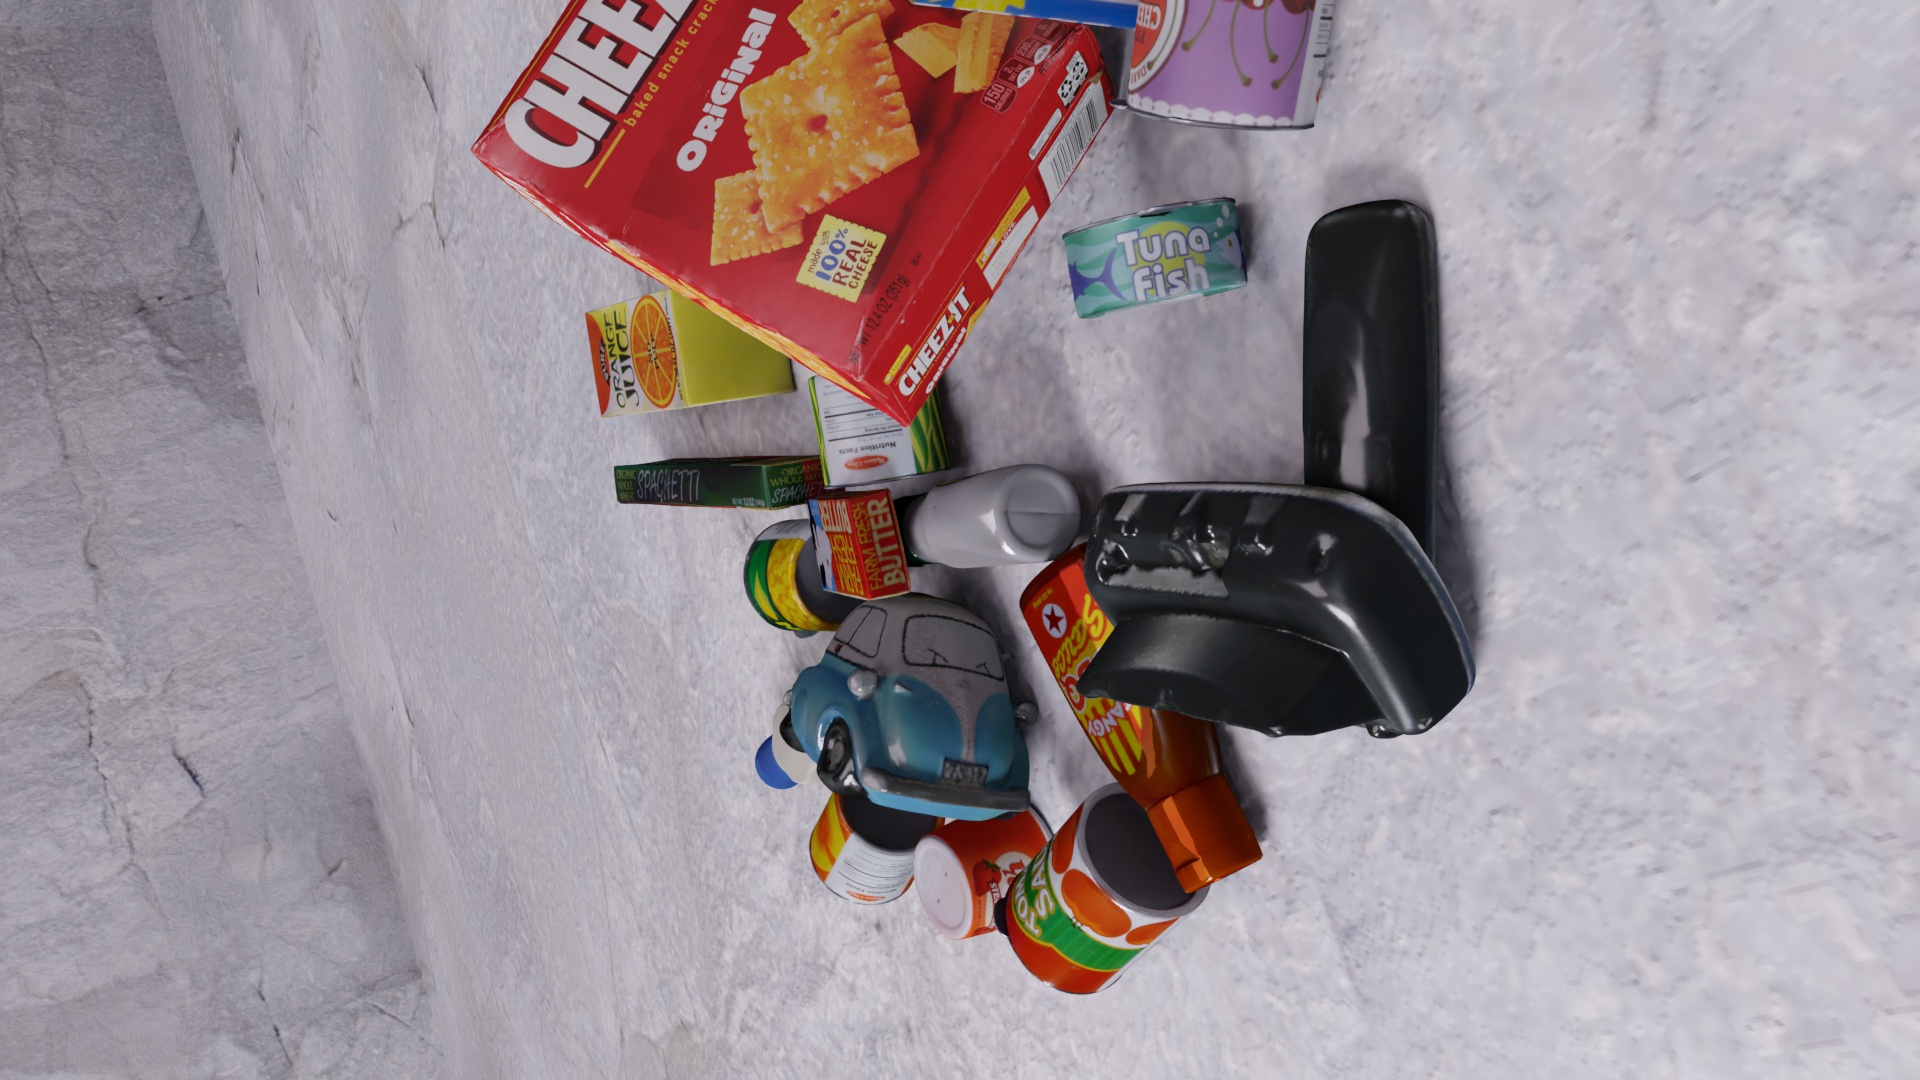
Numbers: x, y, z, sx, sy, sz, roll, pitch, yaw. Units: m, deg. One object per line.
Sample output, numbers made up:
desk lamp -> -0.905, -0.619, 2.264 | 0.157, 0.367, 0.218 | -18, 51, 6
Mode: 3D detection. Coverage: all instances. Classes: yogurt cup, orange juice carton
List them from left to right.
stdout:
orange juice carton -> -0.187, -0.121, 0.898 | 0.192, 0.073, 0.071 | 4, 104, 56
yogurt cup -> 0.012, 0.171, 0.718 | 0.072, 0.054, 0.072 | 23, 119, 52

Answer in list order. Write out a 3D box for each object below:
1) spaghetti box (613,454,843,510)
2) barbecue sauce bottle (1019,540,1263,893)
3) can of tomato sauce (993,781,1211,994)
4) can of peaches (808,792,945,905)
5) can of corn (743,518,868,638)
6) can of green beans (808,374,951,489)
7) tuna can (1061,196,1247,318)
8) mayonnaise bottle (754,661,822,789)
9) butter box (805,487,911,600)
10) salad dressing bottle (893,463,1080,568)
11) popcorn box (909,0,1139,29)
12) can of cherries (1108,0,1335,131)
spaghetti box -> -0.160, -0.038, 0.907 | 0.250, 0.050, 0.028 | 4, 102, 56
barbecue sauce bottle -> 0.079, 0.075, 0.596 | 0.064, 0.044, 0.149 | -49, 61, 49
can of tomato sauce -> 0.063, 0.155, 0.622 | 0.071, 0.071, 0.082 | 59, 142, 26
can of peaches -> -0.048, 0.163, 0.794 | 0.071, 0.071, 0.057 | 57, 142, 28
can of corn -> -0.081, 0.022, 0.795 | 0.058, 0.071, 0.071 | -4, 97, 56
can of green beans -> -0.042, -0.060, 0.709 | 0.071, 0.071, 0.057 | -1, 99, 56
tuna can -> 0.074, -0.105, 0.521 | 0.071, 0.071, 0.032 | -3, 100, 56
mayonnaise bottle -> -0.087, 0.119, 0.861 | 0.147, 0.041, 0.065 | -41, 65, 54
butter box -> -0.054, 0.001, 0.715 | 0.103, 0.024, 0.053 | -178, 76, -72
salad dressing bottle -> 0.002, -0.008, 0.670 | 0.147, 0.064, 0.044 | 173, 97, -64
popcorn box -> 0.018, -0.230, 0.509 | 0.085, 0.127, 0.038 | 56, 137, 28
can of cherries -> 0.090, -0.174, 0.473 | 0.071, 0.072, 0.058 | 33, 127, 46
